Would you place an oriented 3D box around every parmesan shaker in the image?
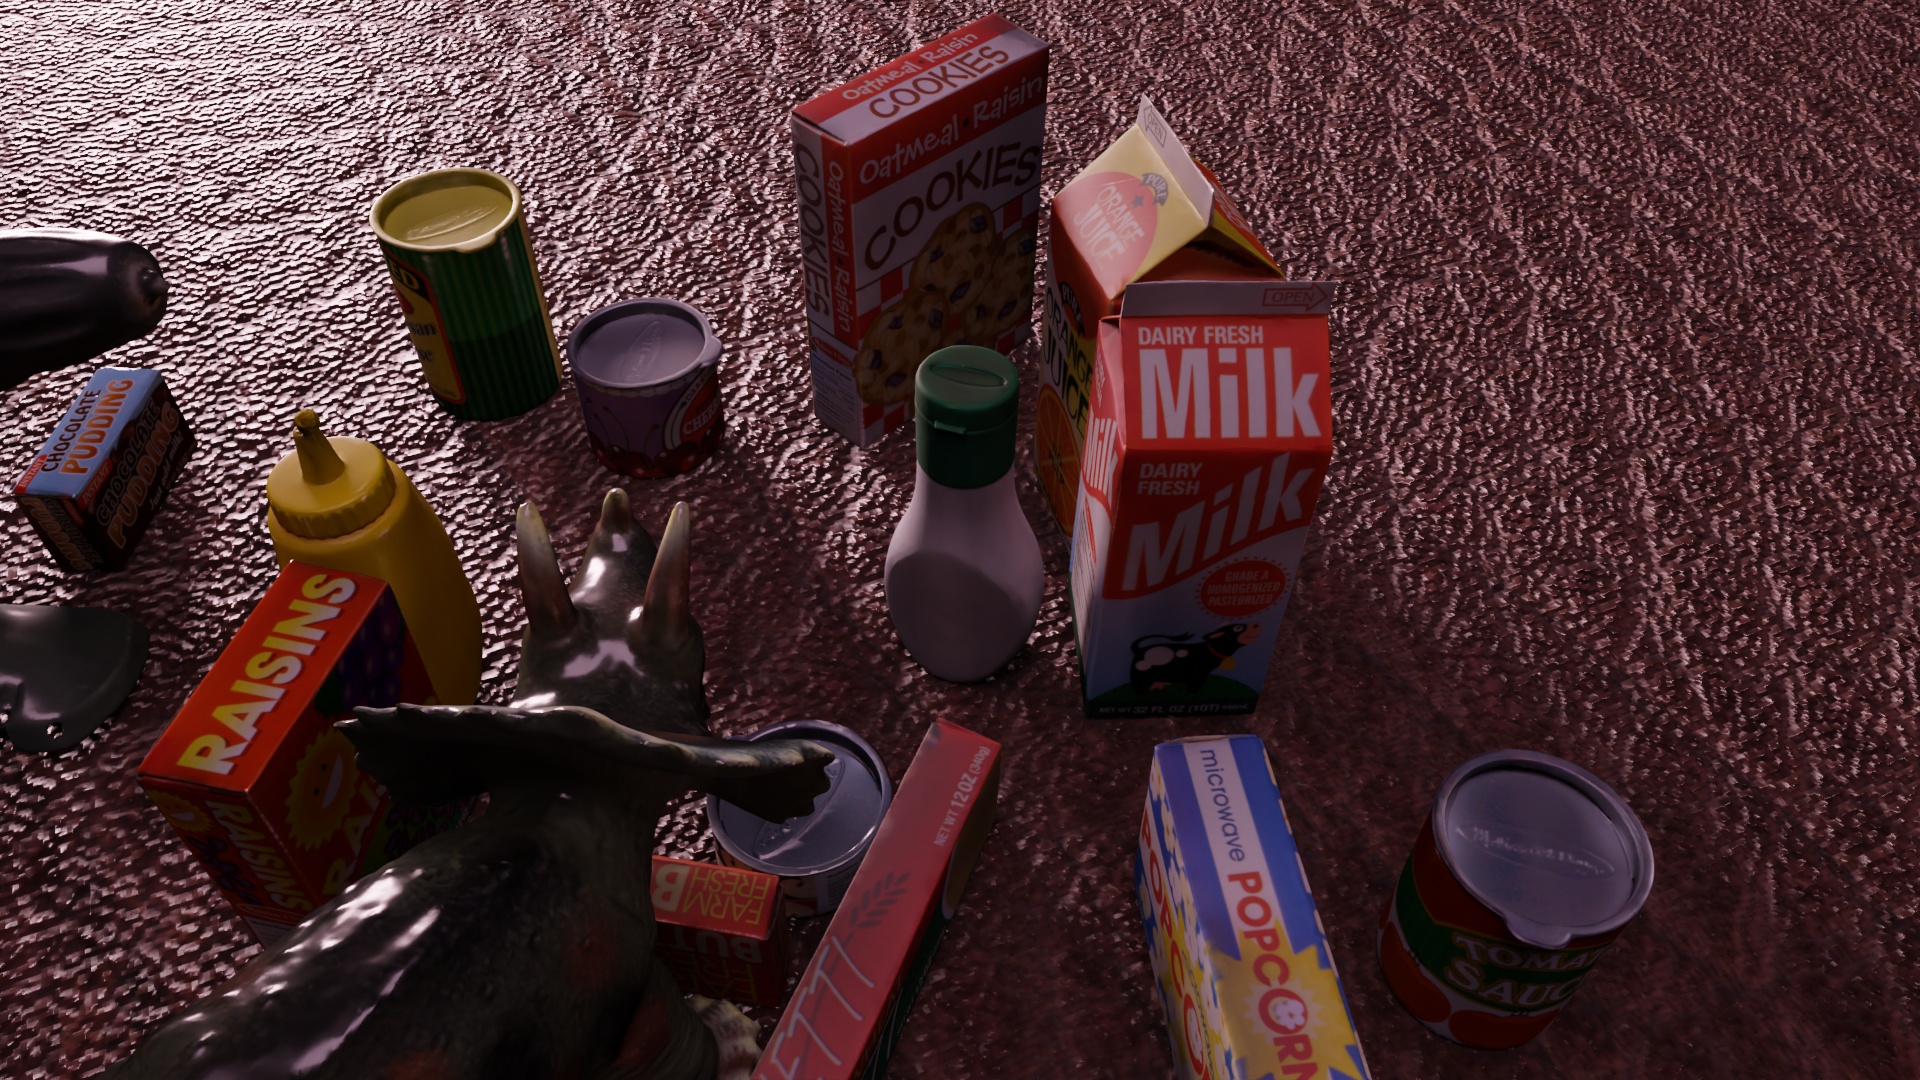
[{"bbox_3d":[-0.231,-0.113,0.660,0.071,0.102,0.072,1,47,-1],"label":"parmesan shaker"}]

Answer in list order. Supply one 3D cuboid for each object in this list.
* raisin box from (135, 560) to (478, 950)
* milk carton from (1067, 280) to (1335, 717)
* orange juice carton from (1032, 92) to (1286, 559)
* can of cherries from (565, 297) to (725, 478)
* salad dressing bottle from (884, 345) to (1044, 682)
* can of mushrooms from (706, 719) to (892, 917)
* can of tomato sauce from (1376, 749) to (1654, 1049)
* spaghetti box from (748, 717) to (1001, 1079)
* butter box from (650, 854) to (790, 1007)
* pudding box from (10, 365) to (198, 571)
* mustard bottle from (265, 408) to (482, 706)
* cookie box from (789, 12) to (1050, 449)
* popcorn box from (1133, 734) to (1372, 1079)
[{"bbox_3d":[-0.209,0.080,0.462,0.040,0.122,0.086,10,47,8],"label":"raisin box"},{"bbox_3d":[0.085,-0.019,0.517,0.072,0.189,0.074,-2,47,-3],"label":"milk carton"},{"bbox_3d":[0.078,-0.080,0.574,0.073,0.191,0.072,-10,48,-11],"label":"orange juice carton"},{"bbox_3d":[-0.144,-0.071,0.651,0.071,0.058,0.072,1,46,-1],"label":"can of cherries"},{"bbox_3d":[0.002,-0.007,0.533,0.064,0.146,0.044,15,48,12],"label":"salad dressing bottle"},{"bbox_3d":[-0.060,0.100,0.508,0.071,0.033,0.071,1,46,-1],"label":"can of mushrooms"},{"bbox_3d":[0.180,0.122,0.459,0.071,0.082,0.071,1,46,-1],"label":"can of tomato sauce"},{"bbox_3d":[-0.044,0.167,0.433,0.029,0.049,0.251,17,48,14],"label":"spaghetti box"},{"bbox_3d":[-0.109,0.128,0.467,0.103,0.052,0.024,7,47,6],"label":"butter box"},{"bbox_3d":[-0.378,-0.033,0.616,0.030,0.049,0.084,2,46,1],"label":"pudding box"},{"bbox_3d":[-0.215,0.010,0.504,0.049,0.159,0.066,2,47,0],"label":"mustard bottle"},{"bbox_3d":[-0.017,-0.142,0.647,0.040,0.166,0.123,35,55,28],"label":"cookie box"},{"bbox_3d":[0.088,0.137,0.441,0.038,0.084,0.127,-4,47,-5],"label":"popcorn box"}]
